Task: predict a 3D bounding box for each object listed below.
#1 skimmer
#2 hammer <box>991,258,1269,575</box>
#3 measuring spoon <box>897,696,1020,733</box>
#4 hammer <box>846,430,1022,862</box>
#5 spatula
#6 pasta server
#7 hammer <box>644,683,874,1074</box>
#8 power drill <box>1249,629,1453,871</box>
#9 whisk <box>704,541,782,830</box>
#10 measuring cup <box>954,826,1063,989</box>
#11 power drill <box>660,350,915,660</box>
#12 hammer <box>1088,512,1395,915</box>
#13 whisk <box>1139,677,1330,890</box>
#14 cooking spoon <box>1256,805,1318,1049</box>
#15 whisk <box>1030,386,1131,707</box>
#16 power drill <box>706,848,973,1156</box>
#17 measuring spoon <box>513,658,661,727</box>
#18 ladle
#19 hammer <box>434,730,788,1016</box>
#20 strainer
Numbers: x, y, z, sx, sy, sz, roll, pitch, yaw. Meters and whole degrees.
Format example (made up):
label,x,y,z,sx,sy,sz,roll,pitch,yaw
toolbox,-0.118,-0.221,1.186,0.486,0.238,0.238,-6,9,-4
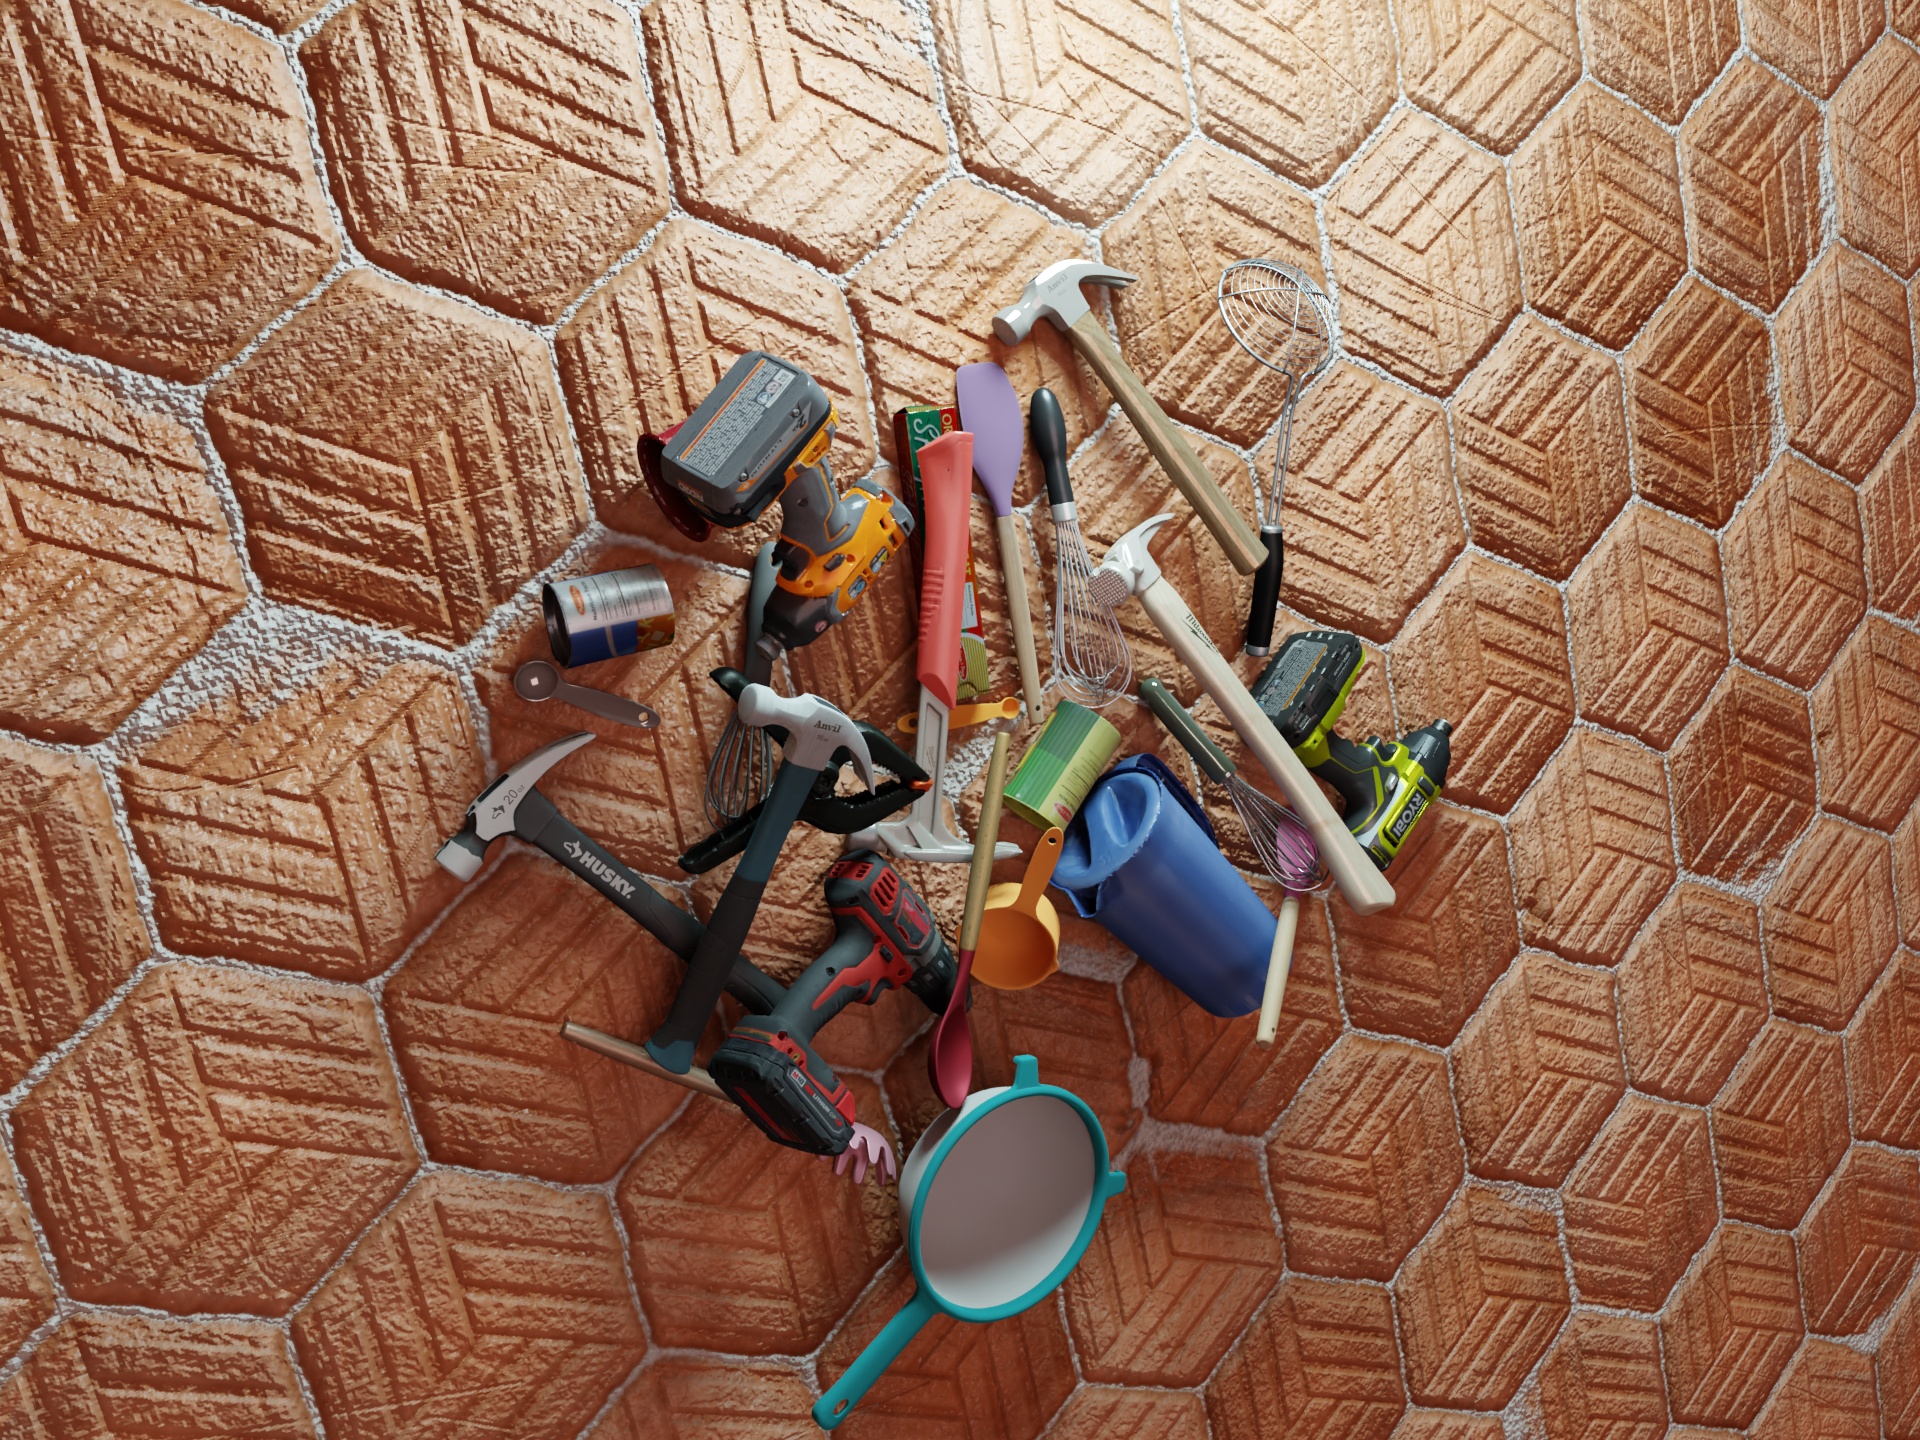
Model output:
label,x,y,z,sx,sy,sz,roll,pitch,yaw
skimmer,0.282,-0.245,1.494,0.127,0.090,0.363,-5,108,-30
hammer,0.172,-0.266,1.418,0.130,0.031,0.331,-45,107,-17
measuring spoon,-0.002,-0.004,1.387,0.117,0.011,0.021,-9,100,-22
hammer,-0.009,-0.059,1.326,0.149,0.037,0.359,3,99,-9
spatula,0.044,-0.152,1.384,0.059,0.018,0.316,-12,97,-26
pasta server,-0.186,0.315,1.310,0.316,0.060,0.040,28,53,-24
hammer,-0.168,0.131,1.226,0.128,0.033,0.331,14,108,-36
power drill,0.386,0.019,1.550,0.223,0.080,0.171,43,76,-28
whisk,-0.169,-0.026,1.282,0.055,0.055,0.239,9,87,-27
measuring cup,0.057,0.150,1.367,0.095,0.052,0.173,21,118,0
power drill,-0.131,-0.148,1.190,0.164,0.084,0.226,-53,150,-10
hammer,0.266,0.001,1.424,0.410,0.038,0.146,53,38,-9
whisk,0.250,0.057,1.461,0.059,0.058,0.246,-40,88,-4
cooking spoon,0.299,0.182,1.449,0.068,0.017,0.319,51,35,-18
whisk,0.095,-0.150,1.396,0.070,0.070,0.284,-14,96,-25
power drill,-0.084,0.244,1.309,0.187,0.080,0.227,55,52,-31
measuring spoon,-0.289,-0.019,1.238,0.124,0.018,0.034,22,106,-34
ladle,0.010,0.165,1.325,0.069,0.031,0.315,5,95,-65
hammer,-0.239,0.149,1.267,0.334,0.035,0.146,43,77,-24
strainer,-0.021,0.449,1.369,0.340,0.095,0.210,-45,122,-18
